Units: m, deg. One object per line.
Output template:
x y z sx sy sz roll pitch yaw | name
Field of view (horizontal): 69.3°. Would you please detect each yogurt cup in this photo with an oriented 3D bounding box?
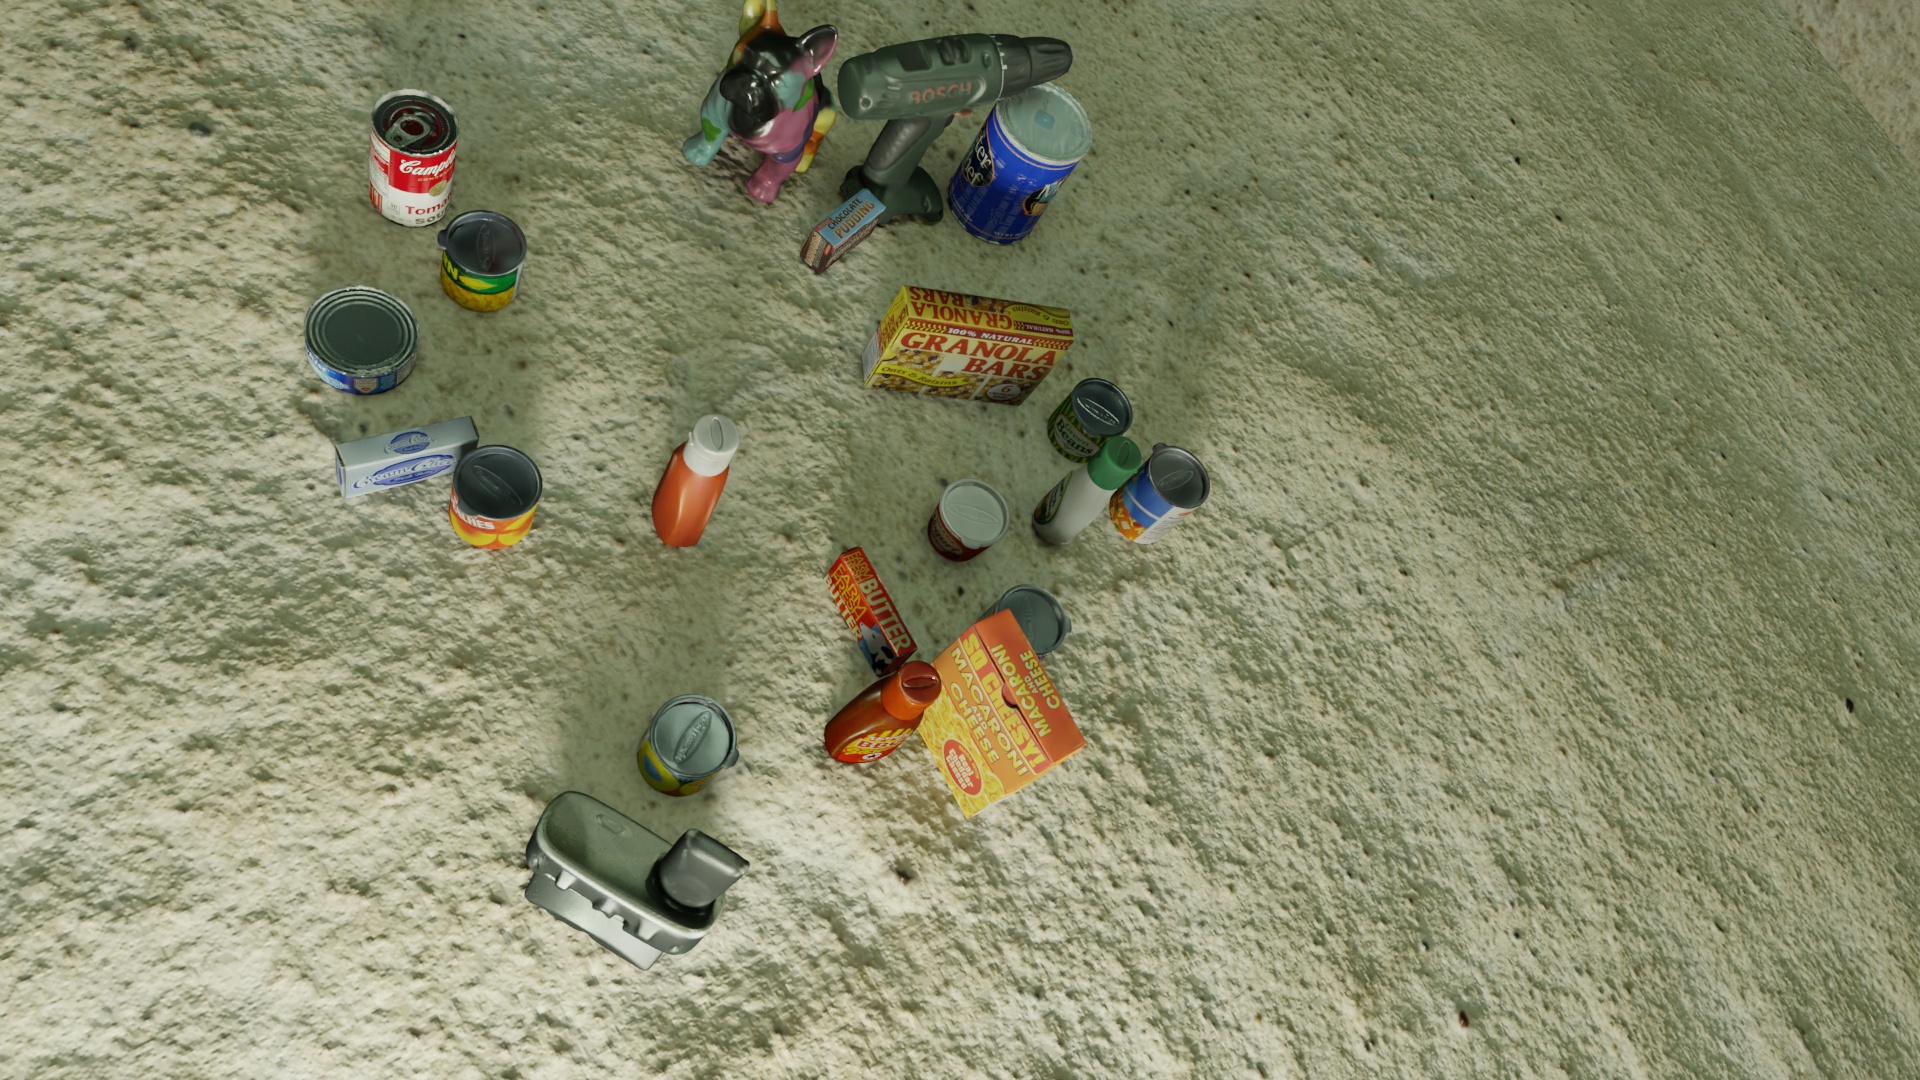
0.004 -0.016 1.257 0.072 0.053 0.072 10 62 -19 | yogurt cup

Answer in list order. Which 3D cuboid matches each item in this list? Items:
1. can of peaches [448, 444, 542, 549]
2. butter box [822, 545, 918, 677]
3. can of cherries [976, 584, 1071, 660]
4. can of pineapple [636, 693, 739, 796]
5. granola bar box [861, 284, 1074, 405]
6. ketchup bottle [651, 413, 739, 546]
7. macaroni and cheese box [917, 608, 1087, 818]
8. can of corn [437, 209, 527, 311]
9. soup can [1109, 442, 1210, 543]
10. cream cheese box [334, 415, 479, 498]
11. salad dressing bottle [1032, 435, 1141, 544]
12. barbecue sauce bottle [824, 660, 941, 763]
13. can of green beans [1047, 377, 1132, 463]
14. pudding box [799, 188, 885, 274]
-0.369 -0.032 1.094 0.071 0.057 0.071 10 62 -19 | can of peaches
-0.078 0.061 1.181 0.024 0.053 0.103 -23 76 -31 | butter box
0.054 0.081 1.227 0.071 0.058 0.072 10 62 -19 | can of cherries
-0.210 0.160 1.069 0.071 0.057 0.071 10 62 -19 | can of pineapple
0.005 -0.179 1.297 0.166 0.123 0.039 4 64 -22 | granola bar box
-0.214 -0.051 1.119 0.043 0.148 0.065 0 66 -24 | ketchup bottle
0.021 0.143 1.116 0.040 0.165 0.124 -23 76 -31 | macaroni and cheese box
-0.408 -0.237 1.180 0.071 0.058 0.071 10 62 -19 | can of corn
0.189 -0.045 1.336 0.071 0.083 0.071 10 62 -19 | soup can
-0.432 -0.065 1.086 0.104 0.053 0.024 -18 74 -30 | cream cheese box
0.115 -0.046 1.265 0.044 0.147 0.064 28 57 -9 | salad dressing bottle
-0.058 0.135 1.095 0.065 0.148 0.044 -3 67 -25 | barbecue sauce bottle
0.126 -0.117 1.360 0.071 0.057 0.071 10 62 -19 | can of green beans
-0.114 -0.301 1.350 0.030 0.049 0.084 43 56 1 | pudding box
